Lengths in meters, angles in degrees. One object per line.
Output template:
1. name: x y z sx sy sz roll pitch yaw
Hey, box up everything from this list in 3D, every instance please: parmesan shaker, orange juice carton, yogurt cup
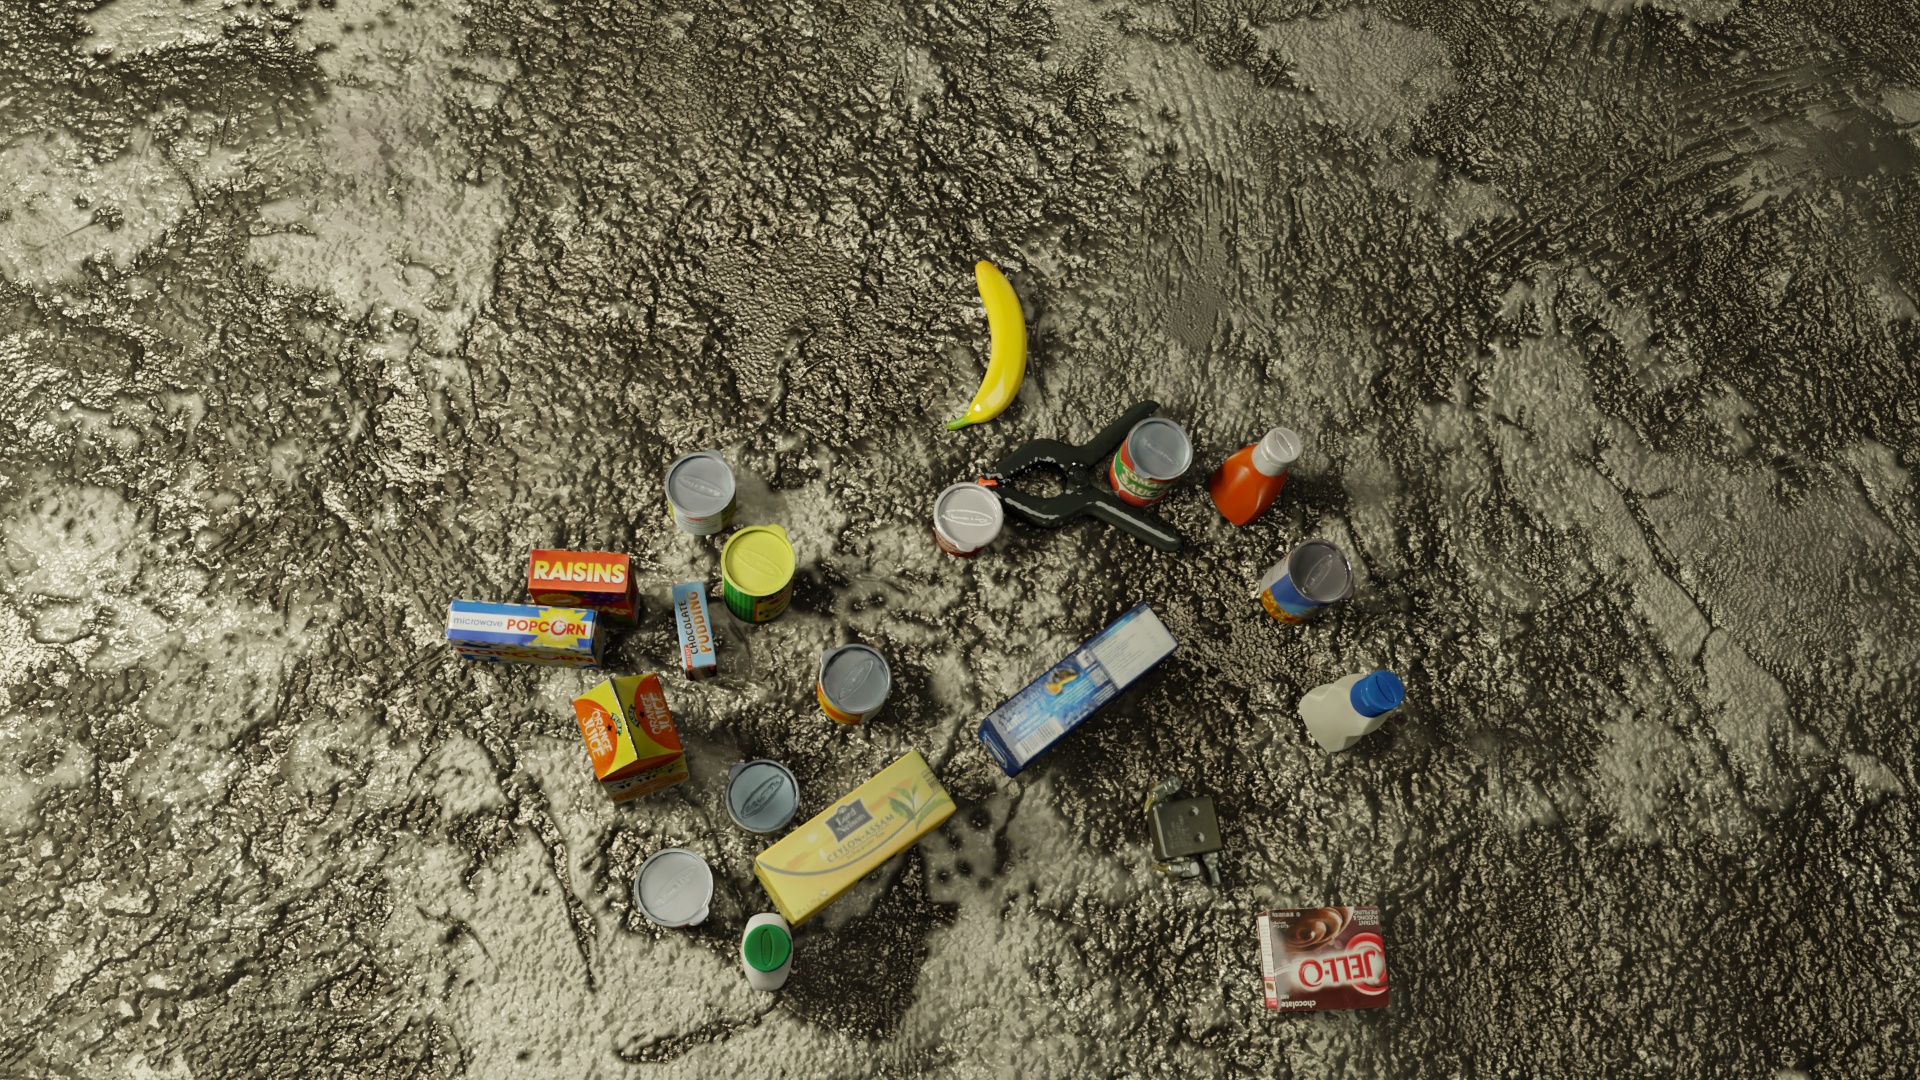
1. parmesan shaker: -0.186 0.032 1.290 0.071 0.102 0.071 3 71 -8
2. orange juice carton: -0.279 0.168 1.181 0.073 0.192 0.072 -18 75 -14
3. yogurt cup: 0.005 -0.017 1.362 0.072 0.053 0.072 3 71 -8

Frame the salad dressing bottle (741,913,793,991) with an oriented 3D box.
1. salad dressing bottle: -0.162 0.343 1.161 0.044 0.147 0.064 -1 72 -9

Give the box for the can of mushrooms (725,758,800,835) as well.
1. can of mushrooms: -0.181 0.231 1.258 0.071 0.033 0.071 3 71 -8

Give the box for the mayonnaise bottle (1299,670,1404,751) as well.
1. mayonnaise bottle: 0.369 0.156 1.306 0.041 0.147 0.065 -26 77 -16

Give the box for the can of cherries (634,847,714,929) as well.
1. can of cherries: -0.247 0.306 1.209 0.071 0.058 0.071 3 71 -8

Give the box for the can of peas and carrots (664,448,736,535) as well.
1. can of peas and carrots: -0.248 -0.046 1.332 0.071 0.058 0.071 3 71 -8

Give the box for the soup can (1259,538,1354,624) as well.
1. soup can: 0.343 0.044 1.376 0.071 0.083 0.071 3 71 -8

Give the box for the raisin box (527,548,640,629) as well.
1. raisin box: -0.337 0.045 1.252 0.086 0.123 0.040 3 71 -7

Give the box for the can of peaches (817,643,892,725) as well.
1. can of peaches: -0.101 0.133 1.292 0.071 0.058 0.071 3 71 -8

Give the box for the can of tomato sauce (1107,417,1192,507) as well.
1. can of tomato sauce: 0.188 -0.076 1.395 0.071 0.082 0.071 3 71 -8

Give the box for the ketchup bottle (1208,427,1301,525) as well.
1. ketchup bottle: 0.293 -0.066 1.372 0.044 0.148 0.065 -28 77 -16

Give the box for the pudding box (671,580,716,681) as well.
1. pudding box: -0.247 0.084 1.292 0.030 0.049 0.084 -9 73 -11

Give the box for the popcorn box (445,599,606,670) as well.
1. popcorn box: -0.389 0.085 1.251 0.127 0.085 0.038 5 71 -7
